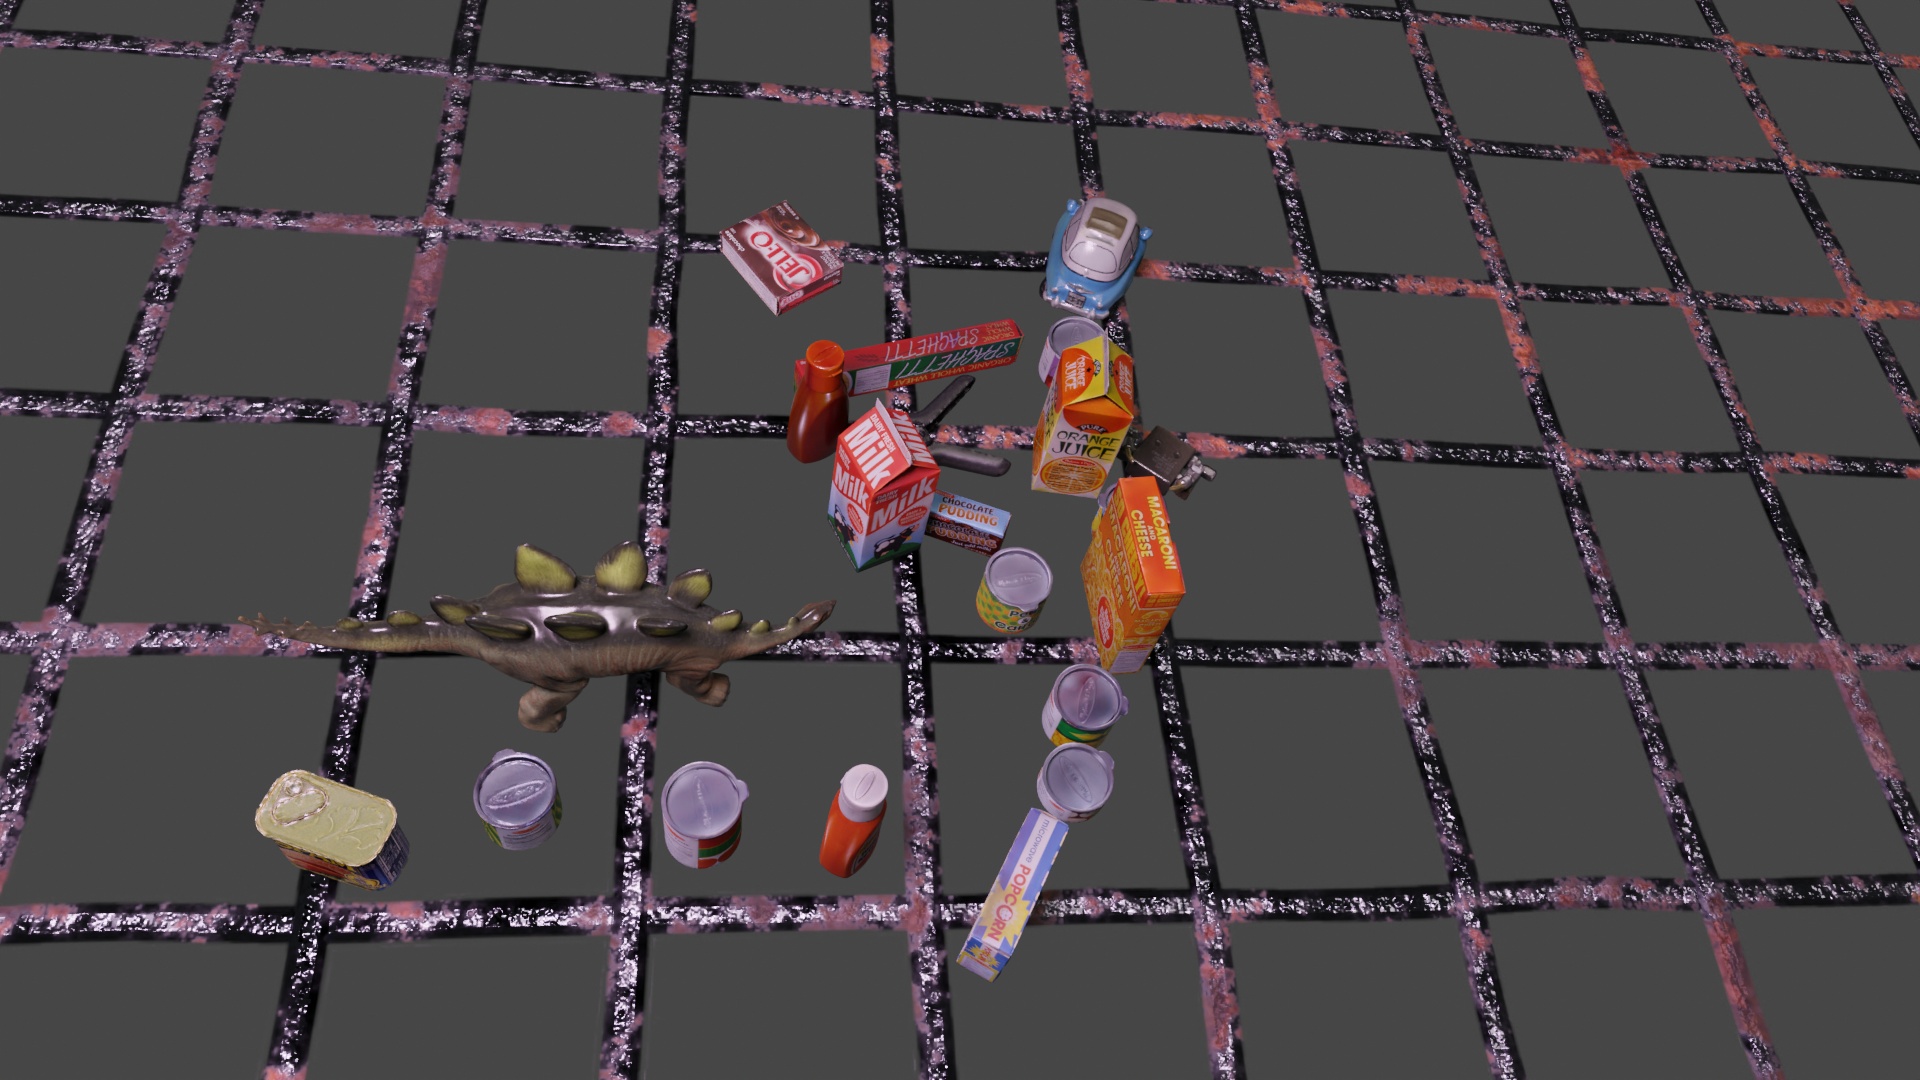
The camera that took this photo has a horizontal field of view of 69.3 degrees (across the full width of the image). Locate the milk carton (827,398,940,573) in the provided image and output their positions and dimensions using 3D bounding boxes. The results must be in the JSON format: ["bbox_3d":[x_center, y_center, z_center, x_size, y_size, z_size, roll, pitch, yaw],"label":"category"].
[{"bbox_3d":[-0.072,-0.053,1.306,0.074,0.189,0.072,-22,65,-21],"label":"milk carton"}]

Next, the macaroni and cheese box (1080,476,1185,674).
[{"bbox_3d":[0.160,0.035,1.308,0.040,0.165,0.124,-3,60,-12],"label":"macaroni and cheese box"}]

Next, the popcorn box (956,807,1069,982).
[{"bbox_3d":[0.045,0.299,1.174,0.038,0.084,0.127,26,58,6],"label":"popcorn box"}]

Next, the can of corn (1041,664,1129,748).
[{"bbox_3d":[0.115,0.158,1.289,0.071,0.058,0.071,5,58,-7],"label":"can of corn"}]

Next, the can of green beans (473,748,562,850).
[{"bbox_3d":[-0.370,0.220,1.165,0.071,0.057,0.071,5,58,-7],"label":"can of green beans"}]

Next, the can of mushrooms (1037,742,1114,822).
[{"bbox_3d":[0.106,0.220,1.264,0.071,0.033,0.071,5,58,-7],"label":"can of mushrooms"}]

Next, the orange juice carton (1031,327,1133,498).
[{"bbox_3d":[0.124,-0.125,1.384,0.073,0.191,0.072,7,58,-6],"label":"orange juice carton"}]

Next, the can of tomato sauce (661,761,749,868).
[{"bbox_3d":[-0.215,0.232,1.170,0.071,0.082,0.071,5,59,-7],"label":"can of tomato sauce"}]

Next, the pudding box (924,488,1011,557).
[{"bbox_3d":[0.005,-0.017,1.381,0.084,0.049,0.030,19,58,2],"label":"pudding box"}]

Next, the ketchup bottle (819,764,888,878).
[{"bbox_3d":[-0.087,0.230,1.156,0.043,0.148,0.065,29,59,8],"label":"ketchup bottle"}]

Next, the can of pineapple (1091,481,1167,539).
[{"bbox_3d":[0.169,-0.021,1.407,0.071,0.057,0.071,5,58,-7],"label":"can of pineapple"}]

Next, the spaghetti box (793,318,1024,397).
[{"bbox_3d":[-0.054,-0.189,1.475,0.251,0.050,0.029,-14,63,-18],"label":"spaghetti box"}]

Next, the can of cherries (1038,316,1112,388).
[{"bbox_3d":[0.125,-0.199,1.508,0.071,0.058,0.072,5,58,-7],"label":"can of cherries"}]

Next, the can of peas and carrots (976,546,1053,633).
[{"bbox_3d":[0.052,0.051,1.343,0.071,0.058,0.071,5,58,-7],"label":"can of peas and carrots"}]

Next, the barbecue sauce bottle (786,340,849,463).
[{"bbox_3d":[-0.138,-0.138,1.371,0.065,0.147,0.044,-35,71,-26],"label":"barbecue sauce bottle"}]
